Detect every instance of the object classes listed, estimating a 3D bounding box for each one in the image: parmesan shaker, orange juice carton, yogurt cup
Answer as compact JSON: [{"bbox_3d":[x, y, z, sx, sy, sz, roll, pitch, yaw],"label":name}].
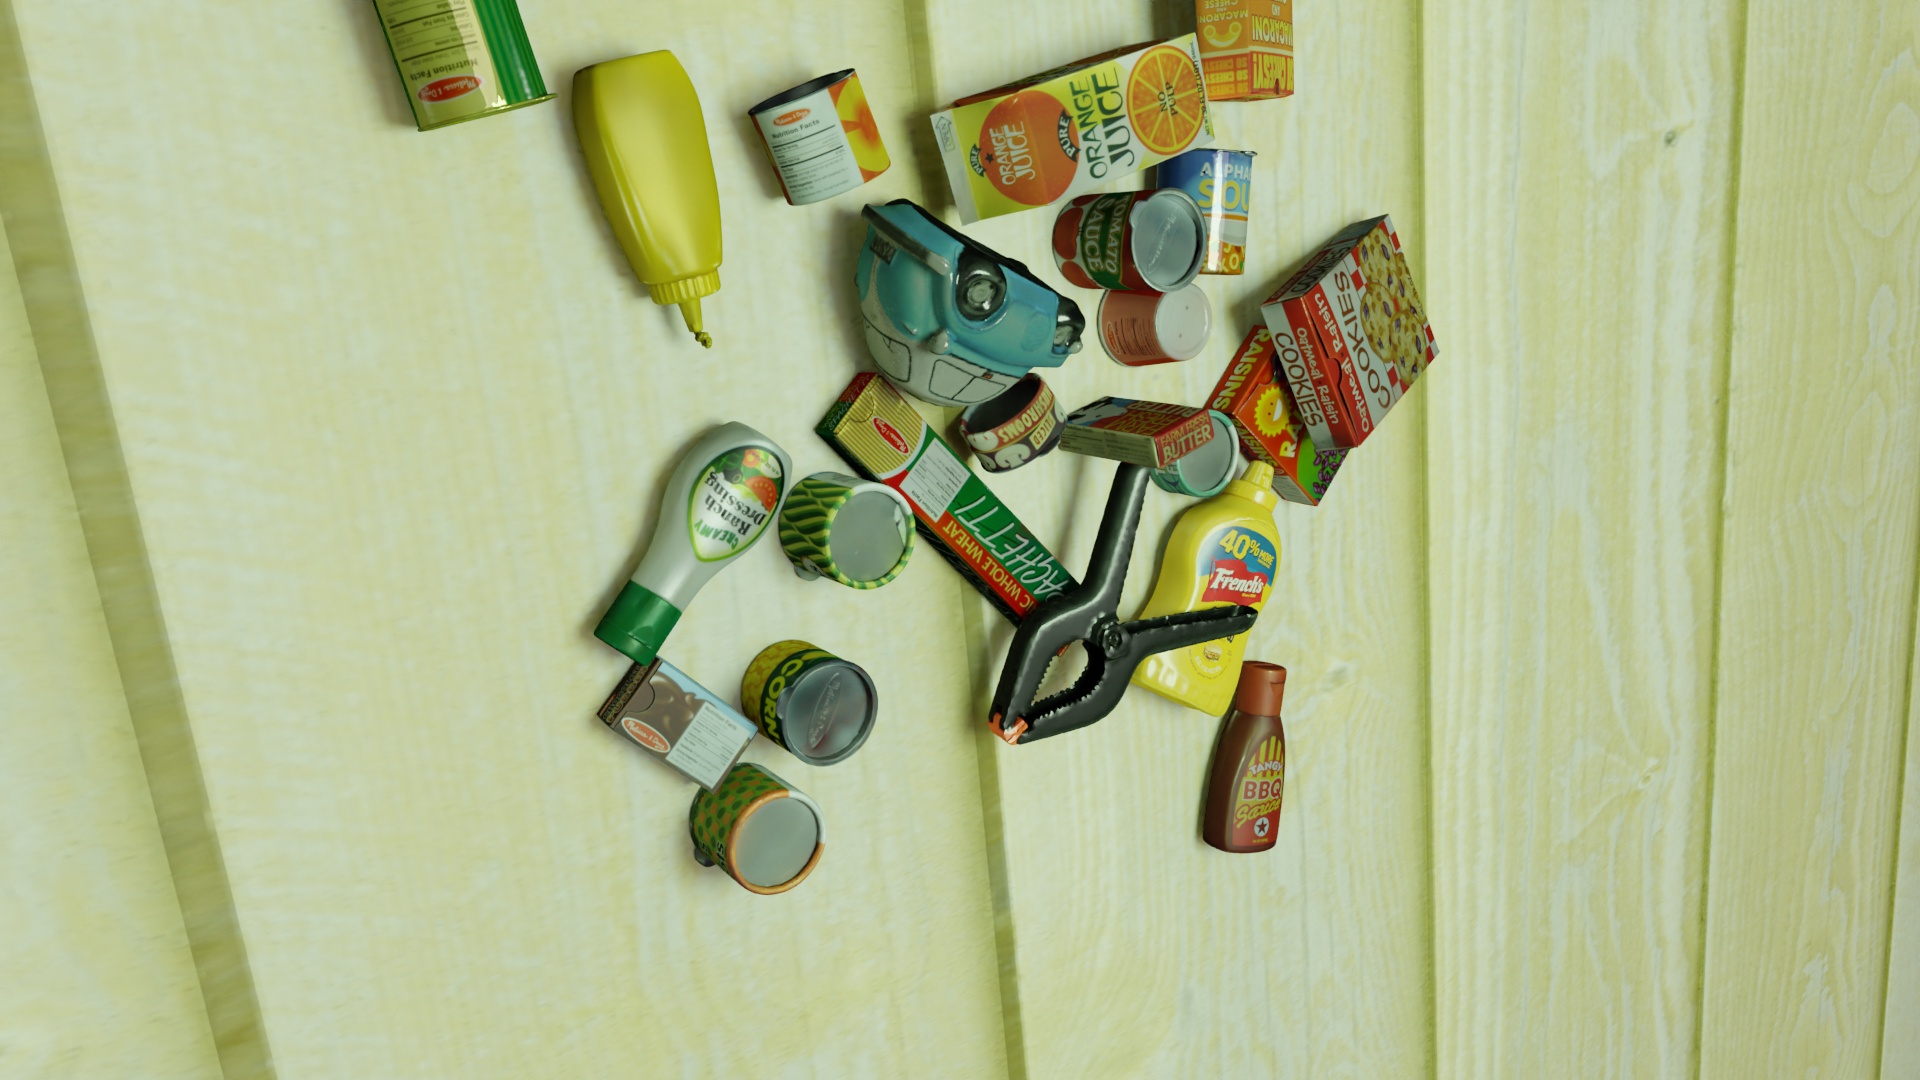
[{"bbox_3d":[-0.246,-0.259,0.676,0.071,0.071,0.102,-25,112,-29],"label":"parmesan shaker"},{"bbox_3d":[0.067,-0.264,0.892,0.193,0.073,0.071,-27,114,-28],"label":"orange juice carton"},{"bbox_3d":[0.139,-0.154,0.975,0.072,0.054,0.072,-7,102,-33],"label":"yogurt cup"}]

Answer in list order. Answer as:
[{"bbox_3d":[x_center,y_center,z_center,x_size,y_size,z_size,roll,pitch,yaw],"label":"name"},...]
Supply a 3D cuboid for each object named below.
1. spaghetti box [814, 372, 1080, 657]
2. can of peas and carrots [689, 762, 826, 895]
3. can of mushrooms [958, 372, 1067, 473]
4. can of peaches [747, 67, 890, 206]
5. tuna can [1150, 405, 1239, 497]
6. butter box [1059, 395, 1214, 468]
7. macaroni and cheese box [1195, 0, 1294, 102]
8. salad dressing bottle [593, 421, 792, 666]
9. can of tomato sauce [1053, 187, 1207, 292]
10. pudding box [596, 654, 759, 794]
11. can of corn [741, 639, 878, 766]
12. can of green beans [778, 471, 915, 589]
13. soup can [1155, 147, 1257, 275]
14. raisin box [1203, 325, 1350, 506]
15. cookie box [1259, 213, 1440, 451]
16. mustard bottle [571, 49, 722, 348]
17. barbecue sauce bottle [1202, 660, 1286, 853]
[{"bbox_3d":[0.003,-0.012,0.922,0.249,0.029,0.050,45,73,-32],"label":"spaghetti box"},{"bbox_3d":[-0.125,0.178,0.849,0.071,0.059,0.070,-7,102,-34],"label":"can of peas and carrots"},{"bbox_3d":[0.035,-0.077,0.906,0.071,0.071,0.033,-45,119,-19],"label":"can of mushrooms"},{"bbox_3d":[-0.079,-0.233,0.801,0.071,0.071,0.058,-35,117,-25],"label":"can of peaches"},{"bbox_3d":[0.171,-0.065,1.026,0.071,0.033,0.071,-8,103,-34],"label":"tuna can"},{"bbox_3d":[0.117,-0.075,0.944,0.053,0.103,0.024,-28,115,-28],"label":"butter box"},{"bbox_3d":[0.194,-0.387,0.946,0.124,0.040,0.166,-31,119,-59],"label":"macaroni and cheese box"},{"bbox_3d":[-0.155,0.002,0.804,0.064,0.044,0.148,40,76,-32],"label":"salad dressing bottle"},{"bbox_3d":[0.111,-0.200,0.928,0.071,0.083,0.071,-7,103,-34],"label":"can of tomato sauce"},{"bbox_3d":[-0.166,0.107,0.824,0.083,0.030,0.050,42,76,-33],"label":"pudding box"},{"bbox_3d":[-0.096,0.098,0.855,0.071,0.058,0.071,-8,103,-34],"label":"can of corn"},{"bbox_3d":[-0.069,-0.006,0.854,0.071,0.058,0.071,-8,103,-34],"label":"can of green beans"},{"bbox_3d":[0.171,-0.229,0.972,0.071,0.071,0.083,-5,102,-34],"label":"soup can"},{"bbox_3d":[0.252,-0.096,1.074,0.123,0.040,0.086,41,76,-32],"label":"raisin box"},{"bbox_3d":[0.301,-0.160,1.059,0.168,0.040,0.122,-41,112,-40],"label":"cookie box"},{"bbox_3d":[-0.164,-0.182,0.761,0.065,0.049,0.159,-23,112,-29],"label":"mustard bottle"},{"bbox_3d":[0.232,0.172,1.107,0.065,0.043,0.148,3,97,-34],"label":"barbecue sauce bottle"}]
